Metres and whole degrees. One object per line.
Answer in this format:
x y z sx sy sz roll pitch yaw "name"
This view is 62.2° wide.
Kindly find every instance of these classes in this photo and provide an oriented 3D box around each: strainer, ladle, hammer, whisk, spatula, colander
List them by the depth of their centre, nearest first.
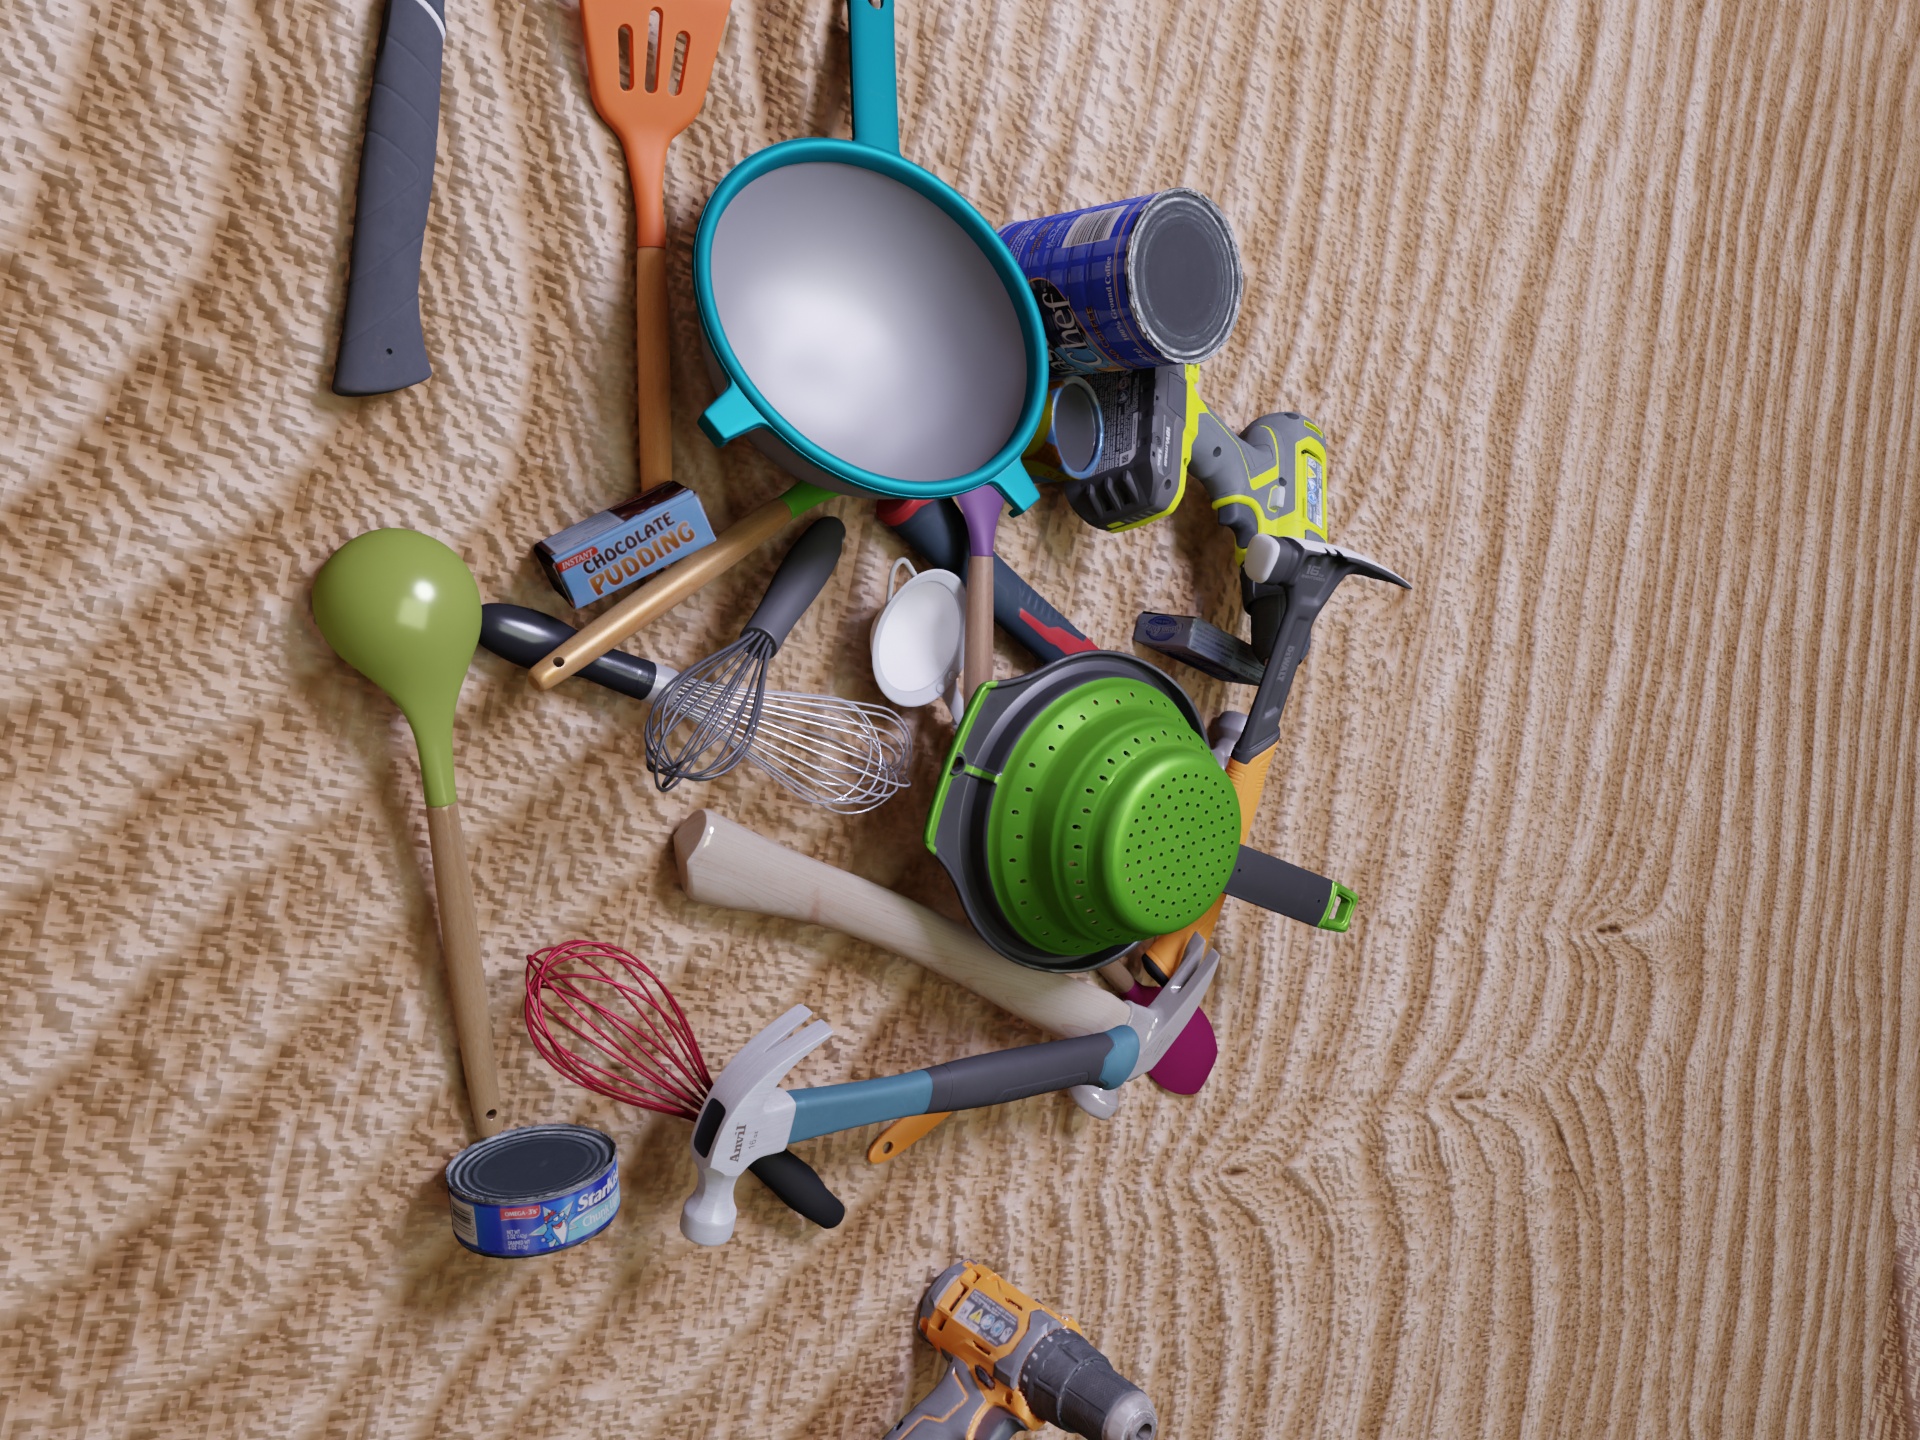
-0.258 -0.355 0.749 0.149 0.036 0.409 6 92 -40 "hammer"
-0.262 0.063 0.799 0.078 0.062 0.320 -17 113 -38 "ladle"
-0.162 -0.226 0.843 0.081 0.041 0.322 -4 99 -25 "spatula"
-0.110 -0.045 0.861 0.055 0.055 0.239 60 34 -28 "whisk"
-0.140 -0.010 0.882 0.284 0.070 0.070 22 80 -36 "whisk"
-0.065 -0.264 0.898 0.211 0.095 0.341 9 67 -29 "strainer"
-0.147 0.215 0.899 0.073 0.073 0.295 -55 131 -22 "whisk"
-0.014 0.223 0.958 0.330 0.033 0.128 1 109 -42 "hammer"
0.010 -0.074 0.970 0.059 0.018 0.316 -3 96 -38 "spatula"
-0.001 0.138 1.004 0.410 0.038 0.146 30 99 -36 "hammer"
0.160 0.088 1.007 0.396 0.095 0.204 22 87 -38 "colander"
-0.002 -0.003 1.010 0.087 0.050 0.258 -46 128 -24 "strainer"
0.073 -0.025 1.072 0.385 0.038 0.143 38 72 -37 "hammer"
0.203 0.038 1.108 0.127 0.034 0.336 7 110 -31 "hammer"

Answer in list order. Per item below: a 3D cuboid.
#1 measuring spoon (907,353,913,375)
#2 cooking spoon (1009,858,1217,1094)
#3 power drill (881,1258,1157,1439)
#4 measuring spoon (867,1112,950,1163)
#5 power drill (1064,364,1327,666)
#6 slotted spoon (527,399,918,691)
-0.004 -0.188 1.004 0.128 0.021 0.042 46 54 -44 "measuring spoon"
0.106 0.176 1.137 0.318 0.017 0.069 48 64 -34 "cooking spoon"
0.001 0.461 0.974 0.226 0.185 0.084 -48 125 -22 "power drill"
-0.014 0.258 1.047 0.117 0.011 0.021 -27 112 -35 "measuring spoon"
0.175 -0.151 1.097 0.228 0.080 0.191 23 63 -40 "power drill"
-0.114 -0.103 0.879 0.070 0.031 0.314 47 55 2 "slotted spoon"
